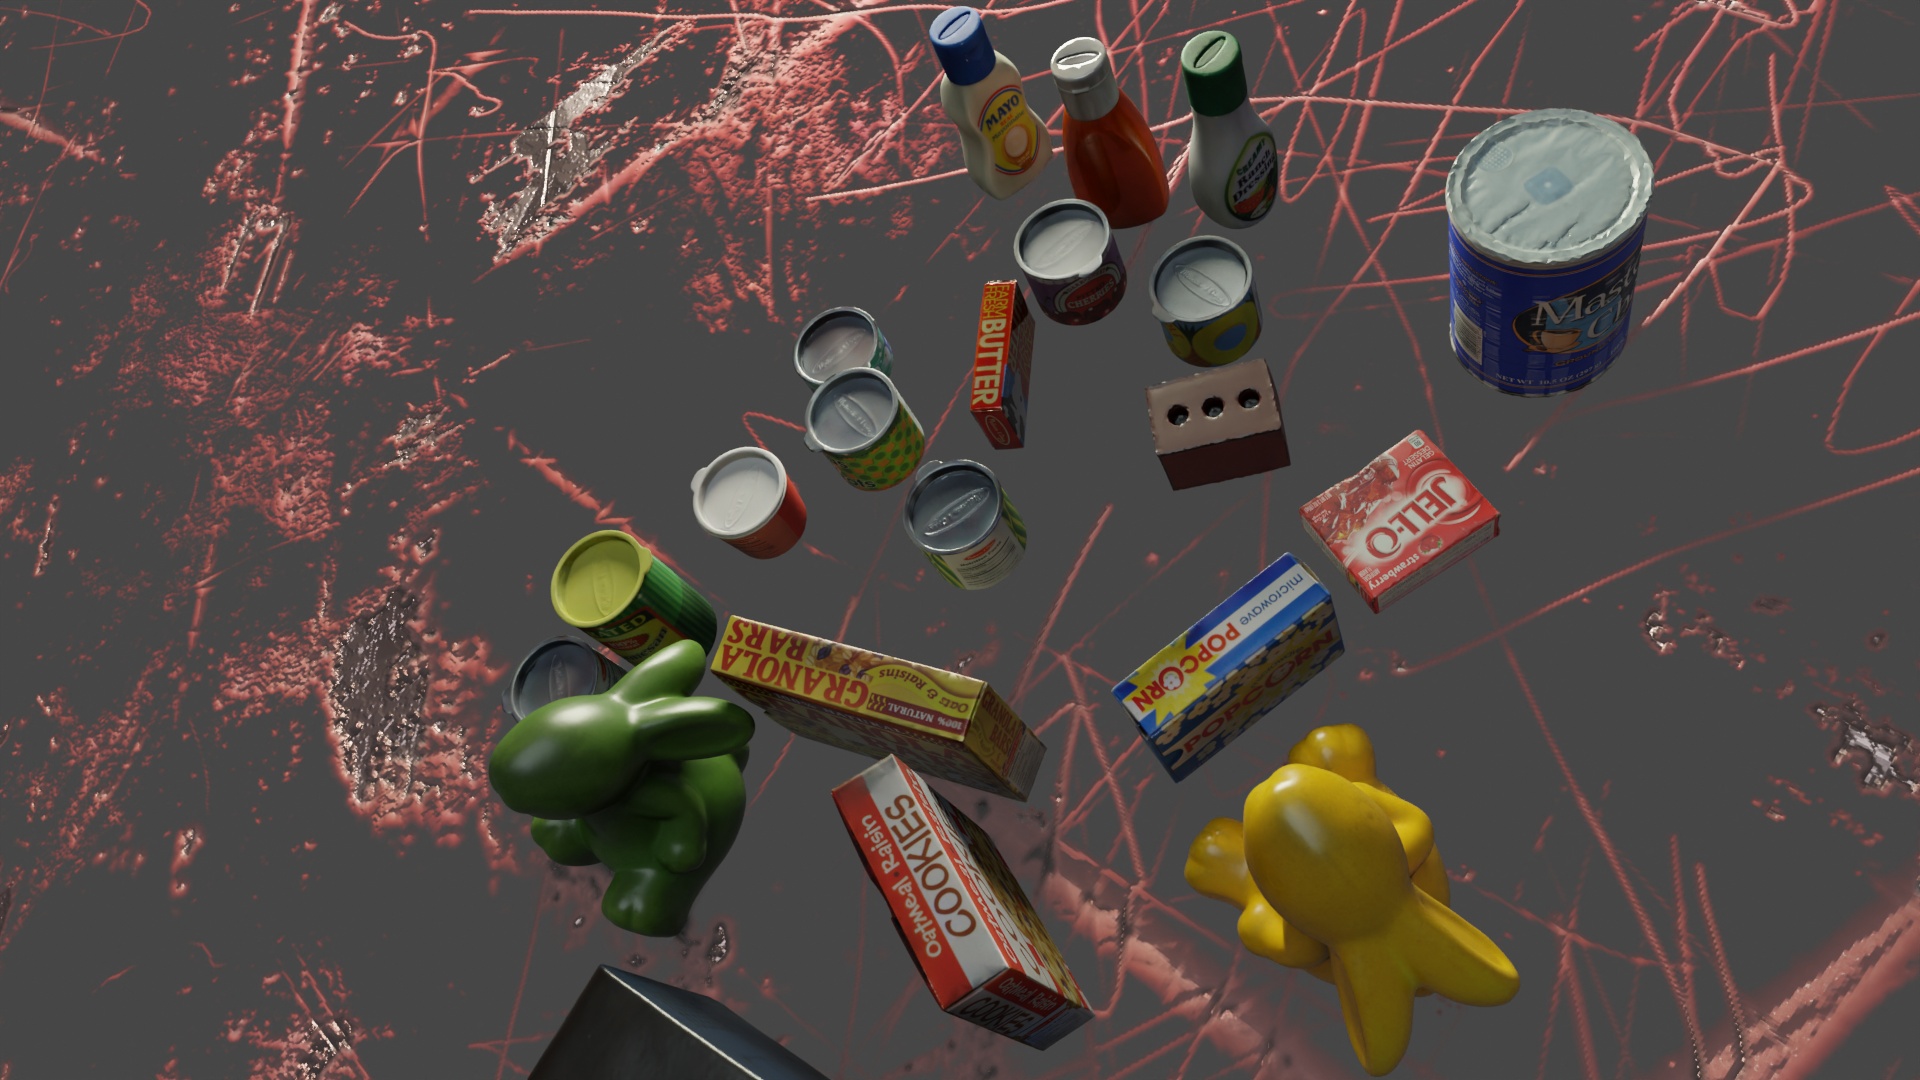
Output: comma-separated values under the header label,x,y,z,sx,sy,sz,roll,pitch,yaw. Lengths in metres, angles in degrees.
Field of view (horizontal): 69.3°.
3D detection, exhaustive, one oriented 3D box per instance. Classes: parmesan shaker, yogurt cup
label,x,y,z,sx,sy,sz,roll,pitch,yaw
parmesan shaker,-0.208,0.044,0.909,0.071,0.102,0.071,-8,62,16
yogurt cup,-0.140,-0.022,0.946,0.072,0.053,0.072,-8,62,16

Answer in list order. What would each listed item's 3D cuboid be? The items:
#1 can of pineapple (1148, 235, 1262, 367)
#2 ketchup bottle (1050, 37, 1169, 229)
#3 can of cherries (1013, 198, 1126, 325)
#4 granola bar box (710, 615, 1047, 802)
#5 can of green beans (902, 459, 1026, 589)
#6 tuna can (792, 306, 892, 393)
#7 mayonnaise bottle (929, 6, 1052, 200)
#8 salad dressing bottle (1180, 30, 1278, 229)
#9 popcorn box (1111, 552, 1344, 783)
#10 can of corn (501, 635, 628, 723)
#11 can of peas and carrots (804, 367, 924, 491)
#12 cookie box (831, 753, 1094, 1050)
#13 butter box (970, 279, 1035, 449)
label,x,y,z,sx,sy,sz,roll,pitch,yaw
can of pineapple,0.158,-0.153,0.902,0.071,0.057,0.071,-8,62,16
ketchup bottle,0.097,-0.270,0.930,0.065,0.148,0.044,-5,63,18
can of cherries,0.077,-0.187,0.948,0.071,0.058,0.072,-8,62,16
granola bar box,-0.046,0.100,0.809,0.165,0.124,0.039,12,70,25
can of green beans,0.004,-0.009,0.885,0.071,0.057,0.071,-8,62,16
tuna can,-0.082,-0.129,0.992,0.071,0.032,0.071,-8,62,16
mayonnaise bottle,0.019,-0.308,0.977,0.065,0.147,0.041,-43,59,-4
salad dressing bottle,0.172,-0.263,0.900,0.044,0.147,0.064,38,82,31
popcorn box,0.152,0.073,0.775,0.127,0.085,0.038,-38,58,-1
can of corn,-0.257,0.105,0.922,0.071,0.058,0.071,-8,62,16
can of peas and carrots,-0.065,-0.073,0.942,0.071,0.058,0.071,-8,62,16
cookie box,0.003,0.192,0.720,0.040,0.167,0.123,-35,58,1
butter box,0.029,-0.118,0.934,0.024,0.053,0.104,-3,64,19
